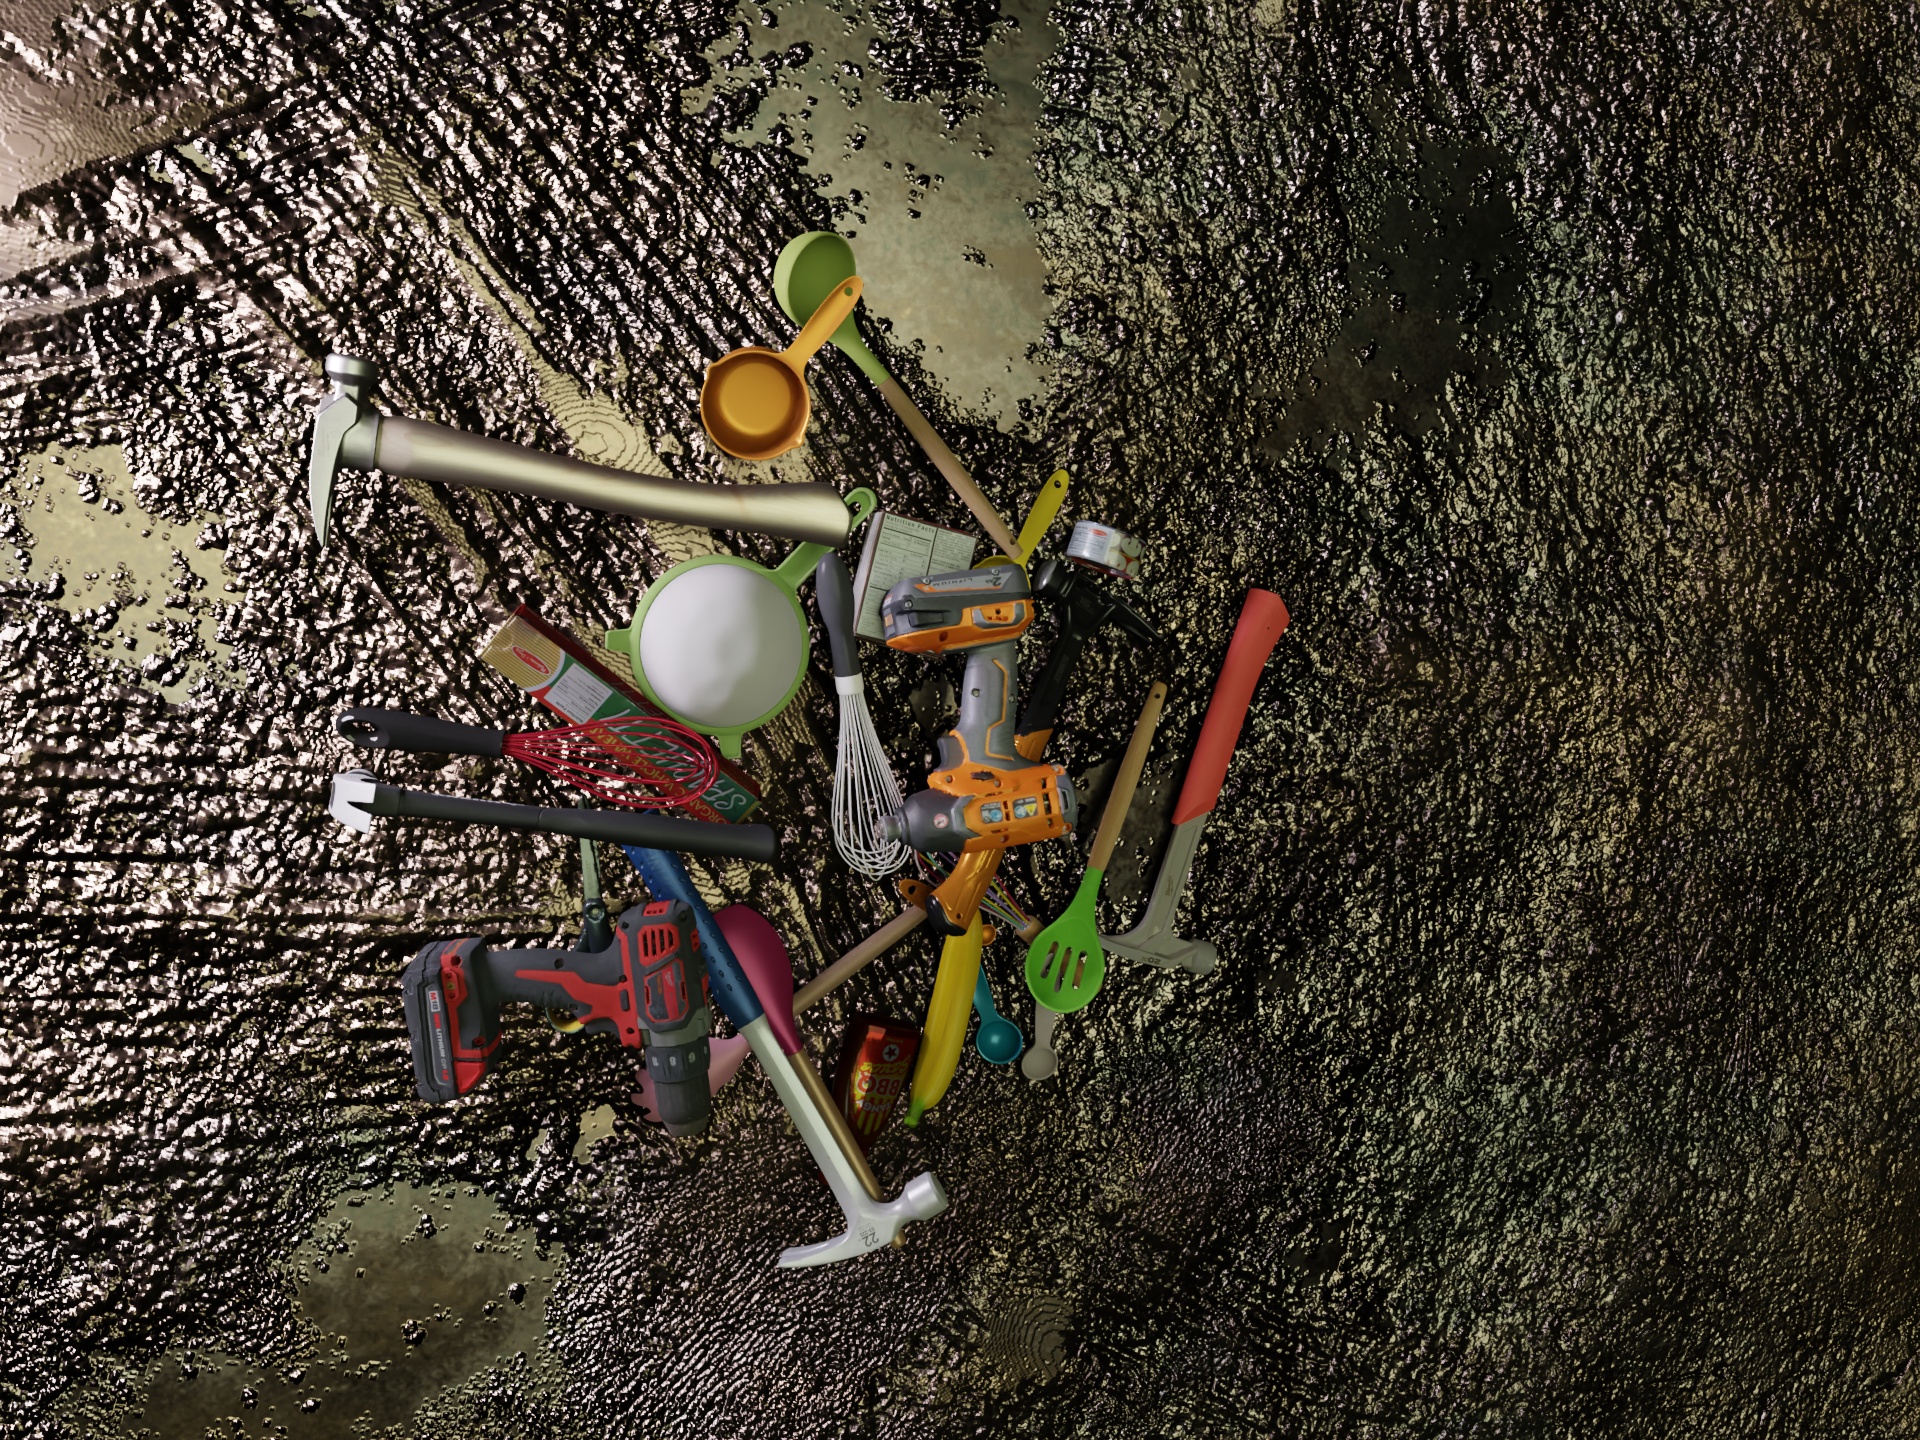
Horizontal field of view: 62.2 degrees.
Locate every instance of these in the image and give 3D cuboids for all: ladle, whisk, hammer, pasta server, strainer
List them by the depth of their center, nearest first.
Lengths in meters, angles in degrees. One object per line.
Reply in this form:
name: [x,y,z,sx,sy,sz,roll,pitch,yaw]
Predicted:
hammer: [-0.307,0.078,1.220,0.334,0.146,0.035,8,90,-18]
whisk: [-0.335,0.022,1.238,0.296,0.073,0.073,8,93,-5]
hammer: [-0.289,-0.175,1.245,0.410,0.038,0.146,9,94,-14]
strainer: [-0.154,-0.097,1.303,0.256,0.069,0.151,-47,108,-8]
hammer: [-0.172,0.259,1.304,0.144,0.035,0.405,-30,91,0]
ladle: [-0.042,-0.264,1.323,0.078,0.062,0.320,-45,105,-24]
whisk: [-0.088,0.000,1.325,0.070,0.070,0.284,-13,107,-18]
pasta server: [-0.141,0.240,1.366,0.316,0.040,0.060,-36,105,-17]
hammer: [0.061,0.033,1.375,0.127,0.034,0.337,31,73,-19]
whisk: [0.041,0.168,1.417,0.047,0.051,0.244,-36,114,24]
hammer: [0.217,0.050,1.465,0.149,0.037,0.359,18,90,-20]

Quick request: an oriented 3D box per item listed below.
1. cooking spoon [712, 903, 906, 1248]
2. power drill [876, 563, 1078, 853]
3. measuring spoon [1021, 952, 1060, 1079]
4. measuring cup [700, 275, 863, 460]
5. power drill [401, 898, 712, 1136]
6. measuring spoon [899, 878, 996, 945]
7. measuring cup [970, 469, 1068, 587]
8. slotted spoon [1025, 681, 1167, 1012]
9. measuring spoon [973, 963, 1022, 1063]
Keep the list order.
cooking spoon: [-0.126,0.300,1.333,0.069,0.017,0.319,-29,91,-18]
power drill: [-0.002,-0.004,1.299,0.164,0.084,0.226,-9,88,-17]
measuring spoon: [0.075,0.265,1.436,0.034,0.018,0.124,2,105,-13]
measuring cup: [-0.137,-0.289,1.277,0.095,0.052,0.173,38,100,-18]
power drill: [-0.306,0.245,1.250,0.226,0.080,0.188,-7,97,-4]
measuring spoon: [-0.012,0.167,1.397,0.116,0.011,0.021,35,83,-31]
measuring cup: [0.053,-0.155,1.399,0.062,0.029,0.156,34,72,-18]
slotted spoon: [0.131,0.110,1.422,0.070,0.031,0.314,20,77,2]
measuring spoon: [0.020,0.246,1.428,0.042,0.021,0.128,-21,93,8]
